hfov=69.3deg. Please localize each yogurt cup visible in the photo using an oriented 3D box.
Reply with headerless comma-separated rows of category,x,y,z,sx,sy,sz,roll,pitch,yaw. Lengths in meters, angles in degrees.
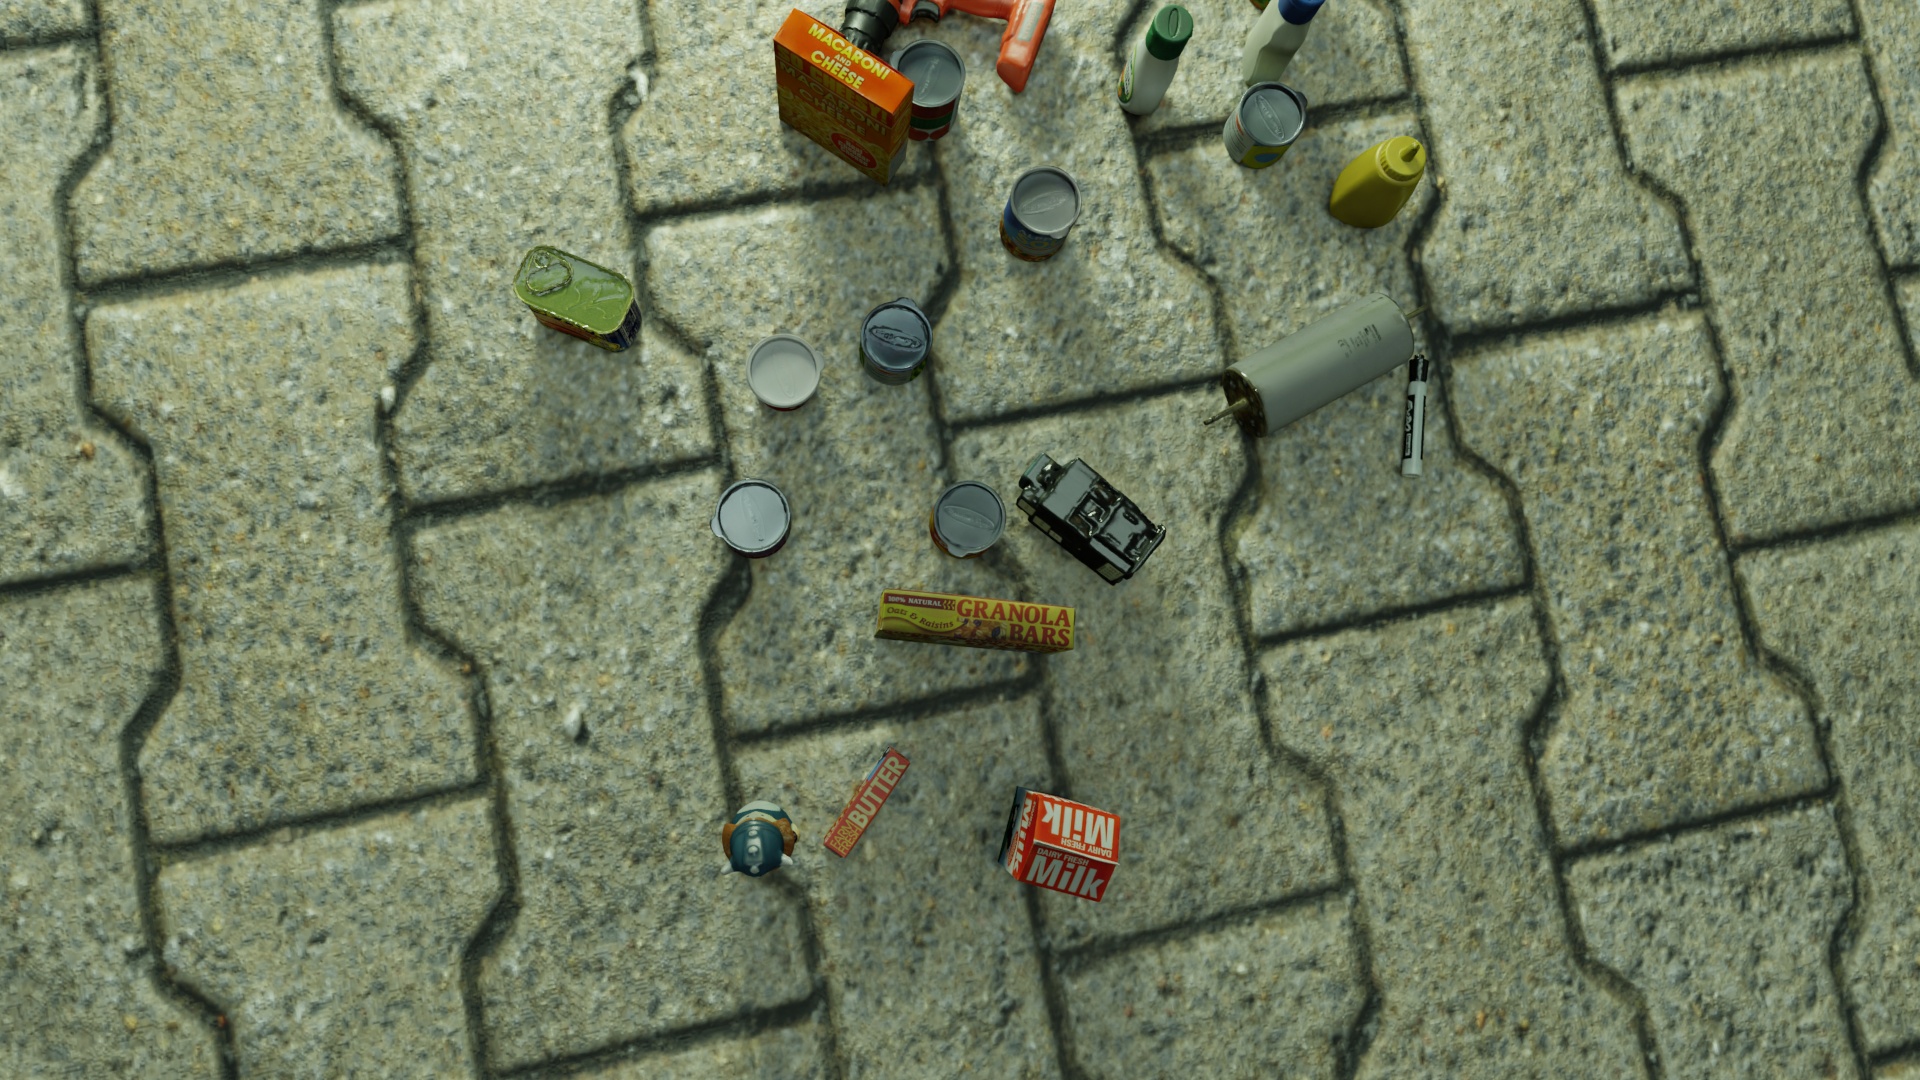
yogurt cup,-0.162,-0.150,1.274,0.072,0.054,0.072,1,83,-6

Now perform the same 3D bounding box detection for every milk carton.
milk carton,0.084,0.256,1.176,0.072,0.190,0.073,16,82,-4

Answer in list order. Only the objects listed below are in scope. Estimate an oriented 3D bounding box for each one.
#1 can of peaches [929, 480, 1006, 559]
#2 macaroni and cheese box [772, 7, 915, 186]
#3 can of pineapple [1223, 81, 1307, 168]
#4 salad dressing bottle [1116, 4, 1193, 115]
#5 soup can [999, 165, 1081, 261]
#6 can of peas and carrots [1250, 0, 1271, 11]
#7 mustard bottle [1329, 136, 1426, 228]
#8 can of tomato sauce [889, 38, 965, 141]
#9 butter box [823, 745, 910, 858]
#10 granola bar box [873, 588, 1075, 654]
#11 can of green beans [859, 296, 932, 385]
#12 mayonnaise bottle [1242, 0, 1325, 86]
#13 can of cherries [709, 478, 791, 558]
can of peaches,0.005,-0.016,1.271,0.071,0.058,0.071,1,83,-6
macaroni and cheese box,-0.106,-0.397,1.256,0.124,0.166,0.040,32,81,-1
can of pineapple,0.297,-0.404,1.352,0.071,0.058,0.071,1,83,-6
salad dressing bottle,0.183,-0.450,1.301,0.044,0.147,0.064,8,82,-5
soup can,0.075,-0.302,1.303,0.071,0.083,0.071,1,83,-6
can of peas and carrots,0.322,-0.564,1.376,0.071,0.058,0.071,1,83,-6
mustard bottle,0.399,-0.341,1.303,0.065,0.160,0.049,19,82,-3
can of tomato sauce,-0.034,-0.423,1.308,0.071,0.083,0.071,1,83,-6
butter box,-0.083,0.231,1.232,0.024,0.053,0.103,35,81,-1
granola bar box,0.010,0.072,1.226,0.166,0.124,0.039,6,83,-5
can of green beans,-0.061,-0.182,1.287,0.071,0.057,0.071,1,83,-6
mayonnaise bottle,0.308,-0.488,1.319,0.041,0.148,0.065,8,82,-5
can of cherries,-0.189,-0.019,1.252,0.071,0.058,0.071,1,83,-6
